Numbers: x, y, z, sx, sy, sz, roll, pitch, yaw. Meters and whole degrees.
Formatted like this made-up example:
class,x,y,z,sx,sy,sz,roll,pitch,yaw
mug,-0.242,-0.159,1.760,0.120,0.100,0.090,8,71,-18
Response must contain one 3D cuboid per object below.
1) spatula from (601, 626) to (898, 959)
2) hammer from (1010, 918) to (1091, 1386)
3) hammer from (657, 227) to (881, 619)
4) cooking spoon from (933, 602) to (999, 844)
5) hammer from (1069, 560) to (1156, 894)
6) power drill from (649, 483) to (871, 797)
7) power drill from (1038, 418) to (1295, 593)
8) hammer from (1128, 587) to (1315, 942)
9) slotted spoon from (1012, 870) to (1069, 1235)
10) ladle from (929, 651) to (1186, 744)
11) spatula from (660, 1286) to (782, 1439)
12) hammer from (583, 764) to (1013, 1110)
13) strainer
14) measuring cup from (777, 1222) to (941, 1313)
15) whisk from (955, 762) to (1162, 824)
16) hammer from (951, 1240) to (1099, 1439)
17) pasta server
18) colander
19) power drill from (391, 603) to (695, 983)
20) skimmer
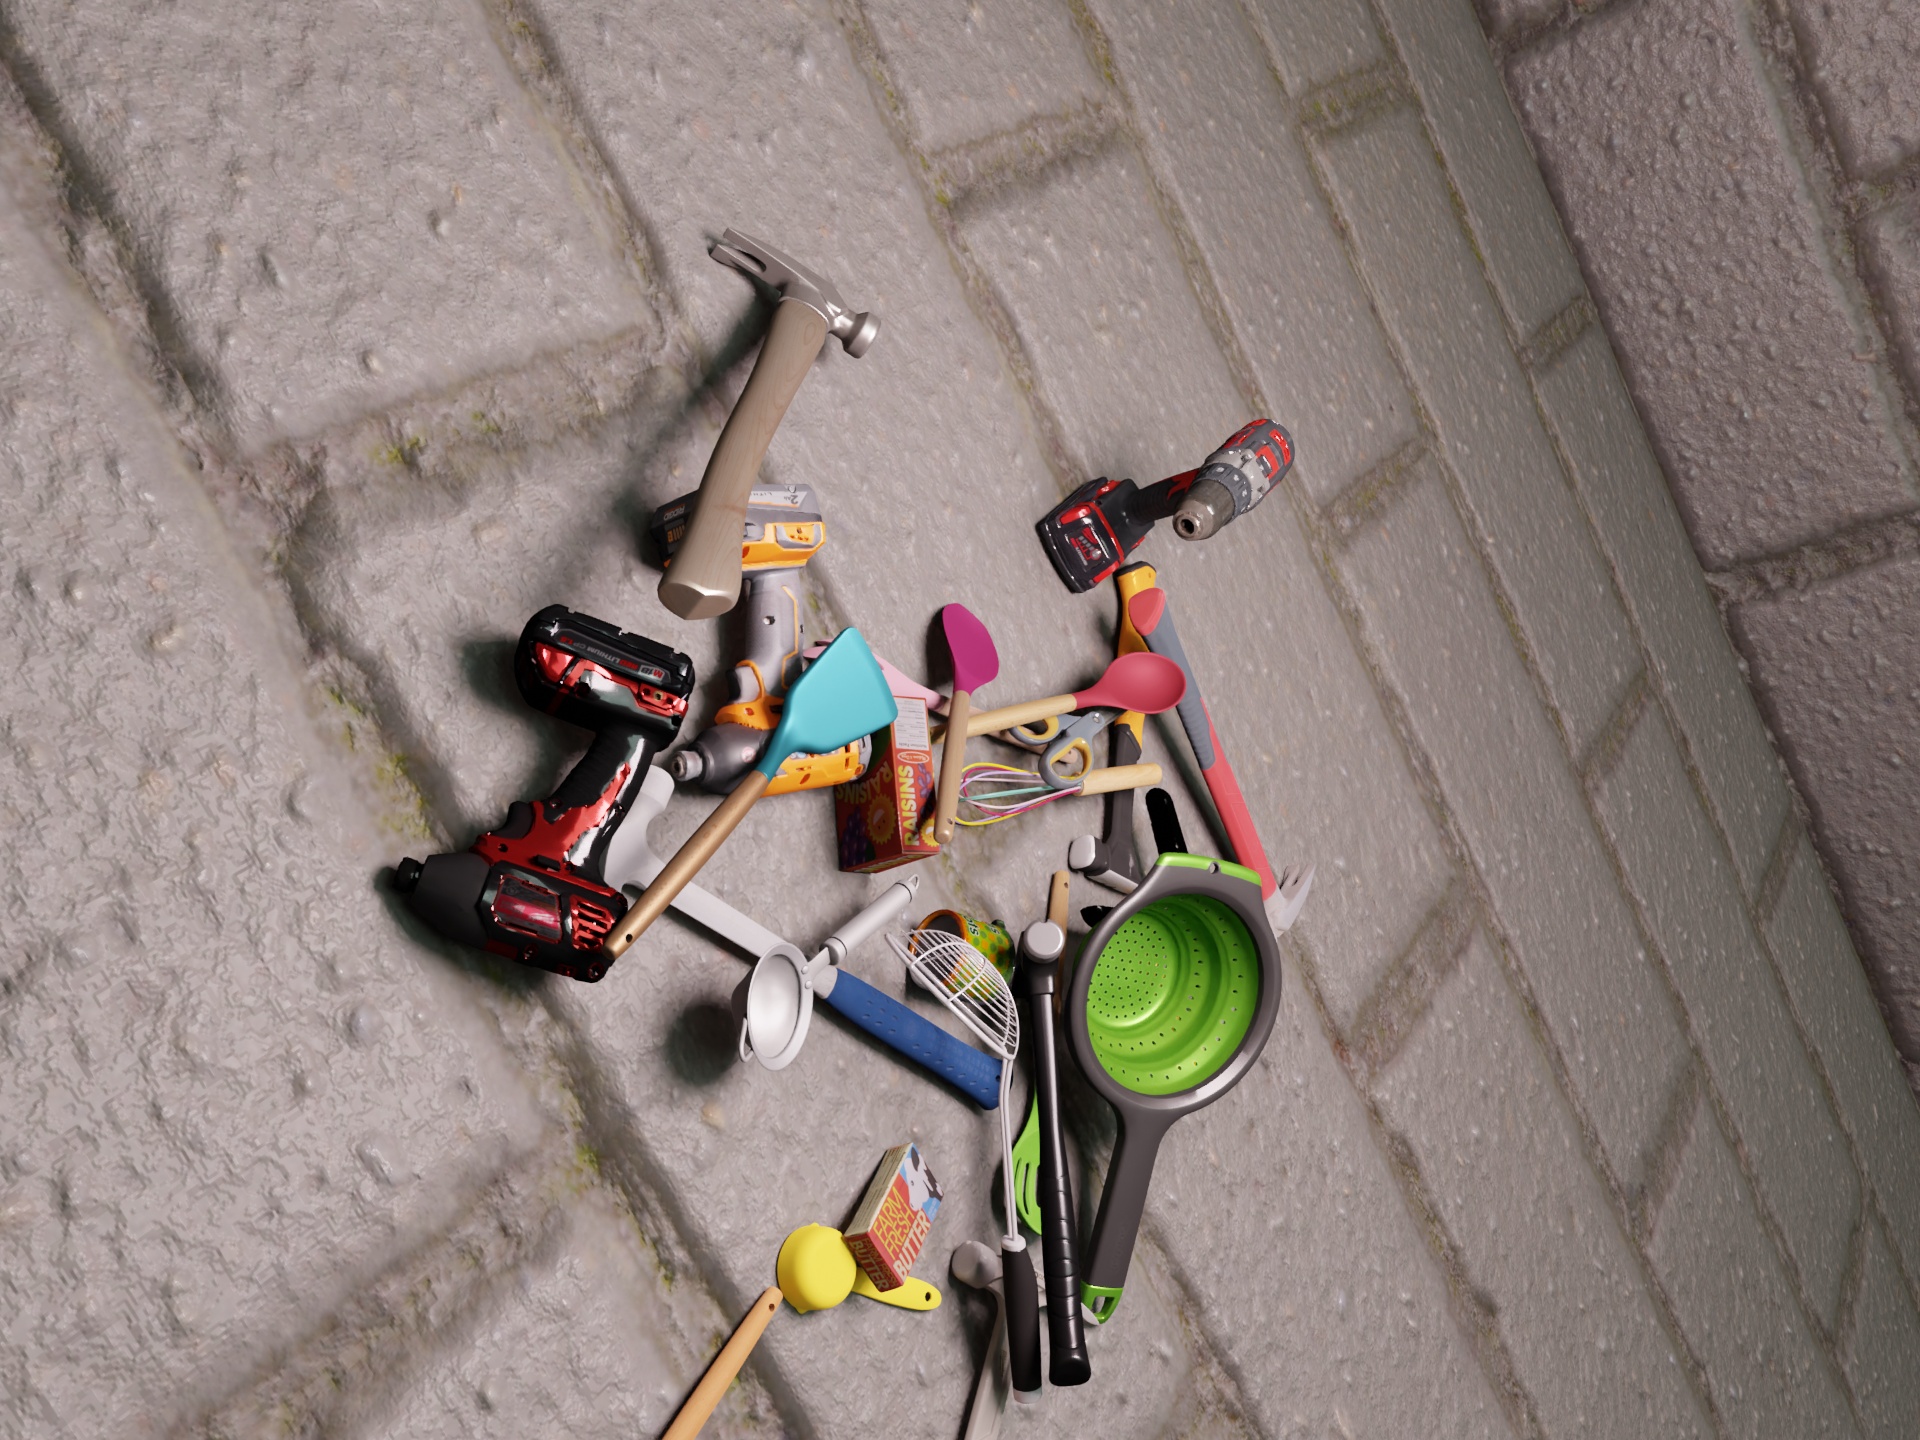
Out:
class,x,y,z,sx,sy,sz,roll,pitch,yaw
spatula,-0.141,0.052,1.071,0.318,0.044,0.082,-54,126,-47
hammer,0.070,0.332,1.224,0.035,0.146,0.335,-2,69,-3
hammer,-0.159,-0.222,1.163,0.146,0.038,0.411,30,41,-17
cooking spoon,-0.002,-0.004,1.282,0.068,0.017,0.319,41,28,-21
hammer,0.167,0.001,1.523,0.127,0.034,0.337,26,59,-37
power drill,-0.158,-0.055,1.172,0.164,0.084,0.226,-9,87,-45
power drill,0.182,-0.191,1.459,0.188,0.227,0.080,-44,109,-45
hammer,0.256,0.038,1.561,0.143,0.038,0.386,-47,120,-45
slotted spoon,0.073,0.274,1.341,0.070,0.031,0.314,29,55,-37
ladle,0.078,-0.011,1.374,0.315,0.031,0.069,-13,56,-40
spatula,-0.205,0.480,0.986,0.081,0.041,0.323,58,40,-15
hammer,-0.107,0.194,1.171,0.405,0.035,0.144,38,52,-32
strainer,-0.097,0.170,1.135,0.258,0.050,0.086,-35,122,-53
measuring cup,-0.064,0.405,1.150,0.156,0.029,0.062,28,58,-35
whisk,0.086,0.054,1.390,0.245,0.051,0.047,-5,72,-38
hammer,0.008,0.580,1.163,0.149,0.037,0.359,41,50,-29
pasta server,-0.007,-0.006,1.353,0.316,0.040,0.060,21,62,-45
colander,0.141,0.300,1.338,0.204,0.094,0.397,14,91,-26
power drill,-0.263,0.046,1.020,0.143,0.078,0.220,21,66,-17
skimmer,0.005,0.330,1.172,0.090,0.127,0.363,-6,95,-10
